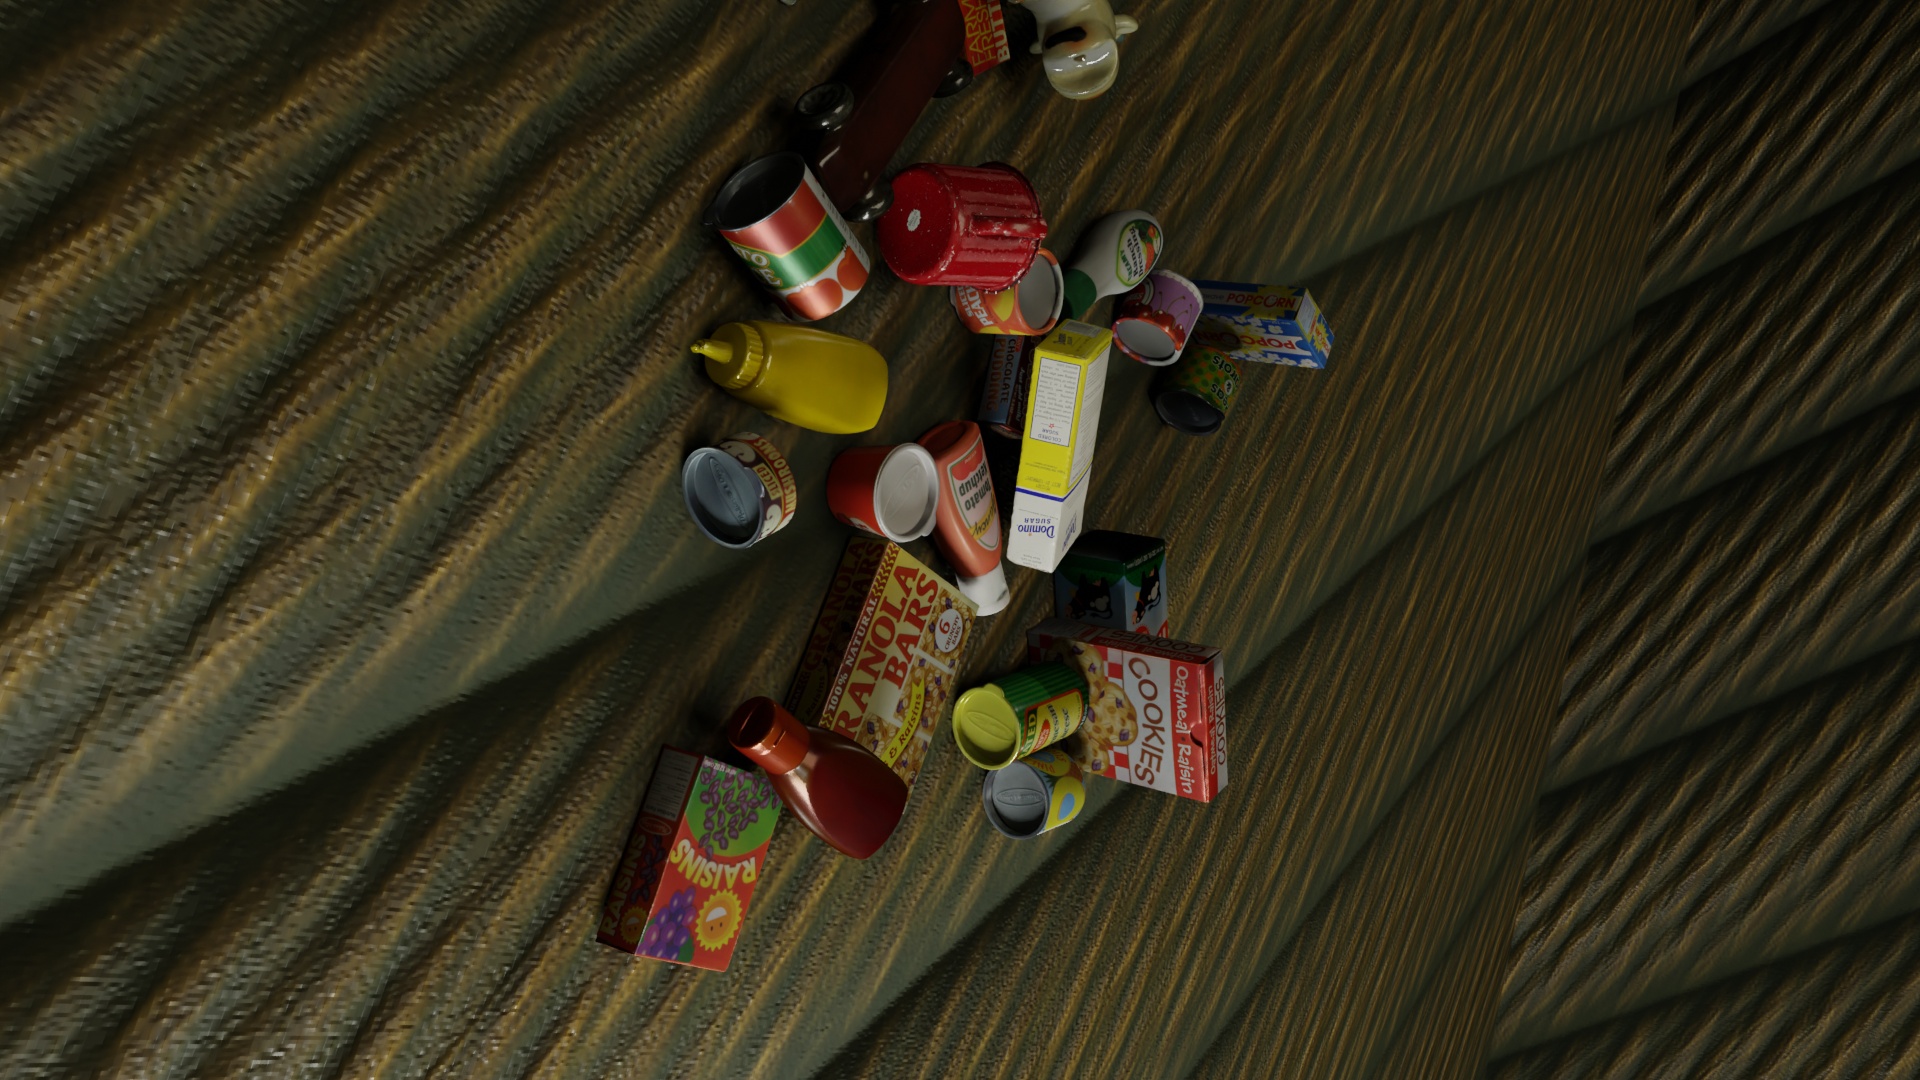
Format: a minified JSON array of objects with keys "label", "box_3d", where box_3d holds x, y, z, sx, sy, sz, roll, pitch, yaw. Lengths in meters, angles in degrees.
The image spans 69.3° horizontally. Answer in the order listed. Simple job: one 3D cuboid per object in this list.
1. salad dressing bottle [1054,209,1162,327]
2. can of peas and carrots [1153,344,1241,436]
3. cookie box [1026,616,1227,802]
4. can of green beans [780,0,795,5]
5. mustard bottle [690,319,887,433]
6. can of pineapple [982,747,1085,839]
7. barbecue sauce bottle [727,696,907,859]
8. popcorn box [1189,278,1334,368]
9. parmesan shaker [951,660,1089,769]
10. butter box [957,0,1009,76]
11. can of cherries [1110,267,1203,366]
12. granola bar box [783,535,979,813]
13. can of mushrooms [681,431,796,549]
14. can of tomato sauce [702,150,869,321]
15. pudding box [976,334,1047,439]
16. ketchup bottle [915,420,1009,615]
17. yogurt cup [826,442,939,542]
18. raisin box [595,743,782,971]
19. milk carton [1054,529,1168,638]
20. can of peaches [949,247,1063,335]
[{"label":"salad dressing bottle","box_3d":[0.116,-0.226,1.157,0.148,0.044,0.064,-45,131,-38]},{"label":"can of peas and carrots","box_3d":[0.223,-0.140,1.294,0.070,0.071,0.059,53,55,-44]},{"label":"cookie box","box_3d":[0.137,0.138,1.152,0.040,0.167,0.122,-26,117,-47]},{"label":"can of green beans","box_3d":[-0.082,-0.370,0.854,0.071,0.058,0.071,-14,108,-51]},{"label":"mustard bottle","box_3d":[-0.112,-0.108,0.873,0.160,0.049,0.065,12,89,-53]},{"label":"can of pineapple","box_3d":[0.062,0.207,1.149,0.058,0.071,0.071,-6,101,-53]},{"label":"barbecue sauce bottle","box_3d":[-0.092,0.149,0.890,0.065,0.044,0.148,-58,138,-17]},{"label":"popcorn box","box_3d":[0.276,-0.204,1.306,0.085,0.127,0.038,41,69,-48]},{"label":"parmesan shaker","box_3d":[0.051,0.137,1.120,0.103,0.071,0.071,-13,107,-51]},{"label":"butter box","box_3d":[0.004,-0.388,0.993,0.053,0.024,0.103,-40,127,-43]},{"label":"can of cherries","box_3d":[0.170,-0.197,1.220,0.071,0.071,0.058,52,58,-44]},{"label":"granola bar box","box_3d":[-0.059,0.096,0.990,0.124,0.039,0.166,39,66,-48]},{"label":"can of mushrooms","box_3d":[-0.132,-0.031,0.842,0.033,0.071,0.070,-32,122,-48]},{"label":"can of tomato sauce","box_3d":[-0.105,-0.185,0.854,0.083,0.071,0.071,52,56,-45]},{"label":"pudding box","box_3d":[0.045,-0.124,1.094,0.049,0.030,0.084,21,80,-54]},{"label":"ketchup bottle","box_3d":[0.004,-0.013,1.050,0.065,0.043,0.148,-47,132,-43]},{"label":"yogurt cup","box_3d":[-0.055,-0.035,0.958,0.072,0.054,0.072,-14,108,-51]},{"label":"raisin box","box_3d":[-0.166,0.199,0.868,0.086,0.040,0.123,35,68,-51]},{"label":"milk carton","box_3d":[0.135,0.094,1.219,0.072,0.073,0.189,-25,117,-48]},{"label":"can of peaches","box_3d":[0.036,-0.187,1.046,0.071,0.058,0.071,-15,109,-52]}]
